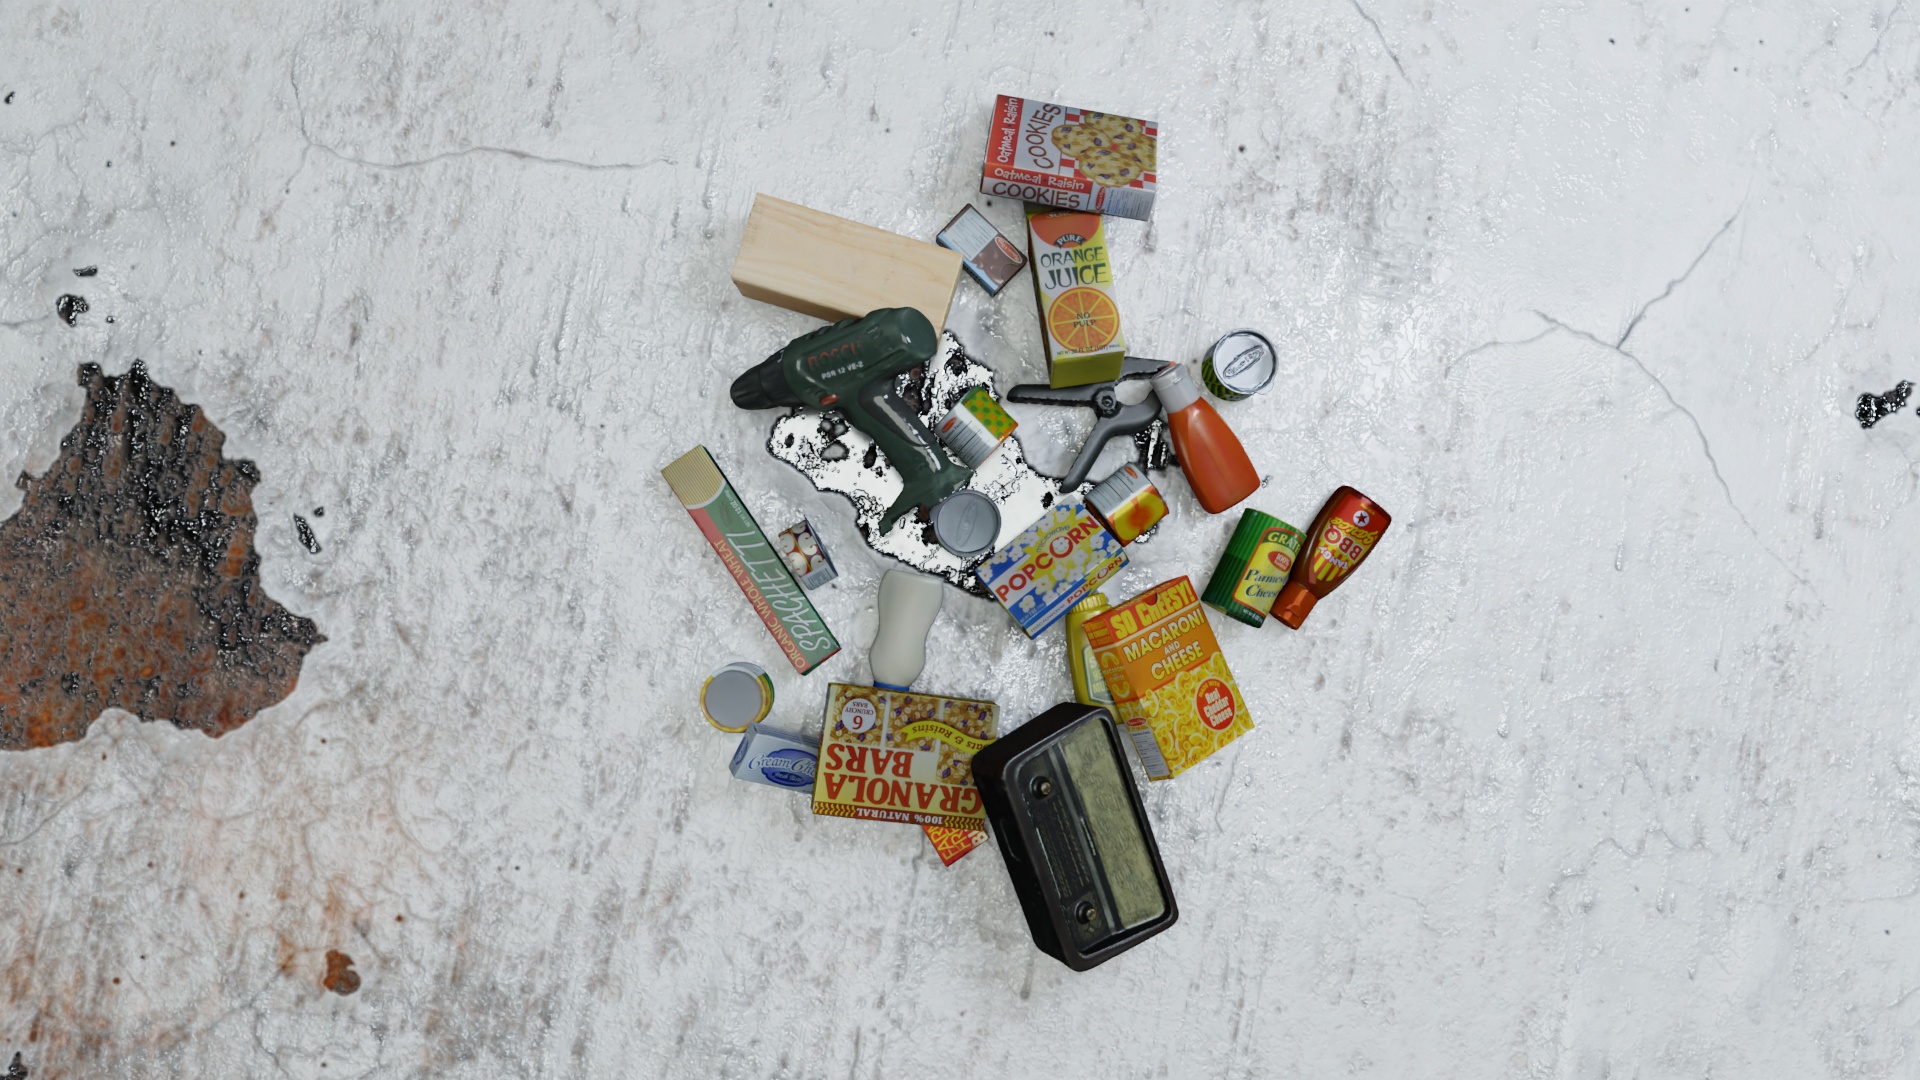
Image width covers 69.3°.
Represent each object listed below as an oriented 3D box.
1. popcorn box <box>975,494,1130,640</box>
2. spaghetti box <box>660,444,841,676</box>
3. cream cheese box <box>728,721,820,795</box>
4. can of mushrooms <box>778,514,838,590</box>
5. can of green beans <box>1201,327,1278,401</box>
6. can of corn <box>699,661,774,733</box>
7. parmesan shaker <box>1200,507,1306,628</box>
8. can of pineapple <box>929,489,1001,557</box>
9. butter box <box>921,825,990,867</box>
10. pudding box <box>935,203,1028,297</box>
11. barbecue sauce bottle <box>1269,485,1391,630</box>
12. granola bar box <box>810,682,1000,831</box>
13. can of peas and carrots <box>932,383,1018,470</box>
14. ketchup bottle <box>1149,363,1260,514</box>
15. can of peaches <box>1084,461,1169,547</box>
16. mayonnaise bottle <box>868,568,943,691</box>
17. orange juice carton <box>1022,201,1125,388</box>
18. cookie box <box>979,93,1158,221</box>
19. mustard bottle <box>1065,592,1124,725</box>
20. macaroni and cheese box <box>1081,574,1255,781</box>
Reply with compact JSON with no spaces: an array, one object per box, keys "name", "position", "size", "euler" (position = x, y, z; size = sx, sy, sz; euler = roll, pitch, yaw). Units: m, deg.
[{"name":"popcorn box","position":[0.089,0.026,1.363],"size":[0.127,0.038,0.085],"euler":[-38,55,-3]},{"name":"spaghetti box","position":[-0.207,0.020,1.377],"size":[0.050,0.028,0.250],"euler":[-34,89,-2]},{"name":"cream cheese box","position":[-0.166,0.212,1.343],"size":[0.104,0.024,0.053],"euler":[19,106,-31]},{"name":"can of mushrooms","position":[-0.150,0.012,1.361],"size":[0.033,0.071,0.071],"euler":[-29,89,-1]},{"name":"can of green beans","position":[0.278,-0.175,1.386],"size":[0.071,0.058,0.071],"euler":[0,87,-2]},{"name":"can of corn","position":[-0.217,0.155,1.355],"size":[0.071,0.058,0.071],"euler":[0,88,-1]},{"name":"parmesan shaker","position":[0.291,0.029,1.375],"size":[0.071,0.071,0.103],"euler":[27,87,0]},{"name":"can of pineapple","position":[0.005,-0.017,1.371],"size":[0.071,0.058,0.071],"euler":[0,87,-2]},{"name":"butter box","position":[-0.019,0.265,1.373],"size":[0.053,0.024,0.103],"euler":[-31,89,-4]},{"name":"pudding box","position":[0.021,-0.291,1.398],"size":[0.084,0.030,0.050],"euler":[44,86,0]},{"name":"barbecue sauce bottle","position":[0.364,0.020,1.387],"size":[0.065,0.043,0.148],"euler":[36,87,-3]},{"name":"granola bar box","position":[-0.053,0.207,1.332],"size":[0.166,0.039,0.124],"euler":[8,87,-11]},{"name":"can of peas and carrots","position":[0.016,-0.113,1.373],"size":[0.059,0.071,0.071],"euler":[45,87,0]},{"name":"ketchup bottle","position":[0.238,-0.103,1.373],"size":[0.065,0.043,0.148],"euler":[-33,102,-11]},{"name":"can of peaches","position":[0.165,-0.033,1.374],"size":[0.058,0.071,0.071],"euler":[-37,89,-3]},{"name":"mayonnaise bottle","position":[-0.060,0.105,1.372],"size":[0.065,0.041,0.148],"euler":[12,88,-1]},{"name":"orange juice carton","position":[0.109,-0.255,1.368],"size":[0.072,0.073,0.193],"euler":[-8,74,-1]},{"name":"cookie box","position":[0.108,-0.377,1.368],"size":[0.167,0.040,0.123],"euler":[9,49,-1]},{"name":"mustard bottle","position":[0.134,0.104,1.373],"size":[0.065,0.049,0.160],"euler":[-14,88,-7]},{"name":"macaroni and cheese box","position":[0.204,0.132,1.350],"size":[0.124,0.040,0.166],"euler":[-23,89,-36]}]
